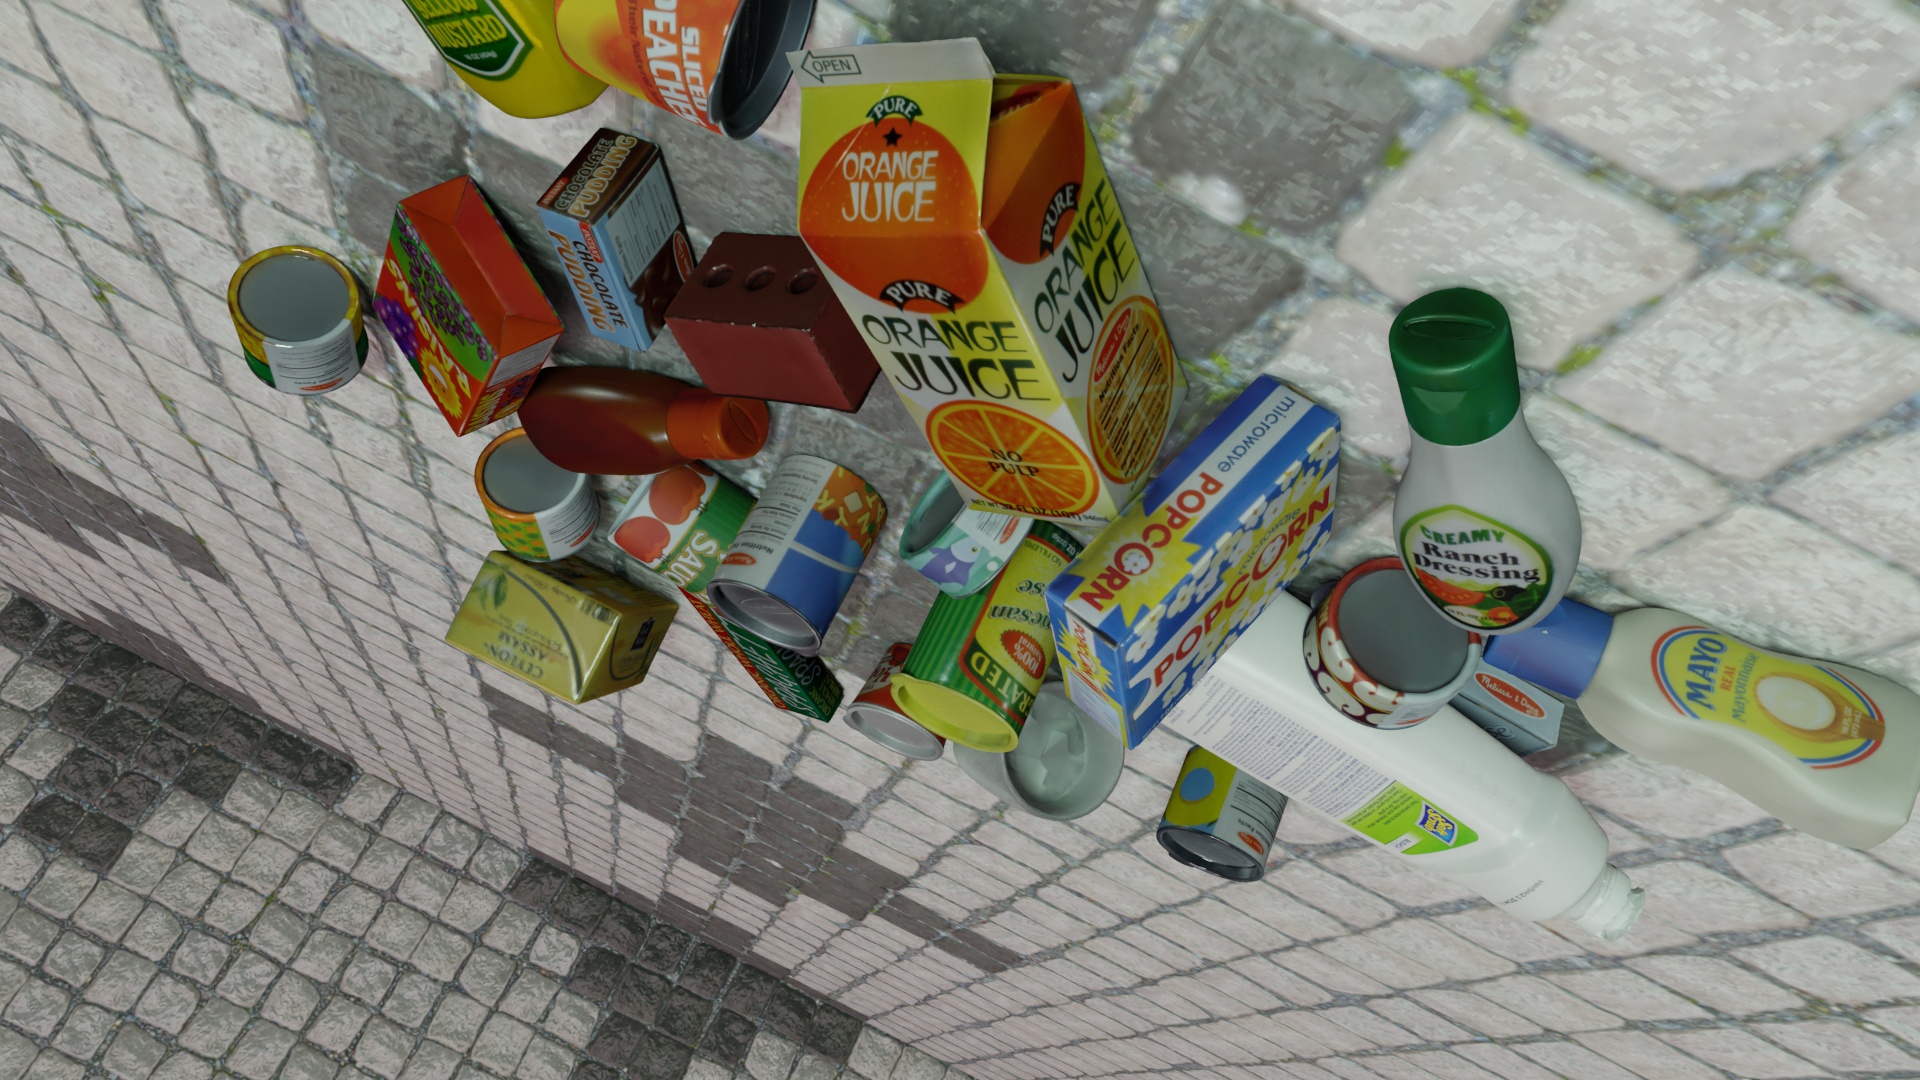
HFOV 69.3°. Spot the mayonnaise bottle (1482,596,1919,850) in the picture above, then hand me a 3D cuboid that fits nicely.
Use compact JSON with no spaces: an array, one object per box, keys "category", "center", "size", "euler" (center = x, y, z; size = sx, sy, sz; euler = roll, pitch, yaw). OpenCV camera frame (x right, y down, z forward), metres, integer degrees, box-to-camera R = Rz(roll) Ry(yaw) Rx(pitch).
[{"category":"mayonnaise bottle","center":[0.277,0.059,0.526],"size":[0.148,0.065,0.041],"euler":[23,151,16]}]

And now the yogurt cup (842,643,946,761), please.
[{"category":"yogurt cup","center":[-0.032,0.103,0.897],"size":[0.072,0.054,0.072],"euler":[21,153,11]}]

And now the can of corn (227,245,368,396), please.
[{"category":"can of corn","center":[-0.371,-0.125,0.778],"size":[0.071,0.071,0.058],"euler":[29,153,-5]}]

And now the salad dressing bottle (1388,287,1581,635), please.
[{"category":"salad dressing bottle","center":[0.178,-0.024,0.482],"size":[0.064,0.044,0.147],"euler":[9,149,34]}]

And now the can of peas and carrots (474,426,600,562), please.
[{"category":"can of peas and carrots","center":[-0.260,-0.030,0.848],"size":[0.071,0.071,0.058],"euler":[23,153,6]}]

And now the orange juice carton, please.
[{"category":"orange juice carton","center":[0.011,-0.091,0.479],"size":[0.072,0.073,0.192],"euler":[8,148,33]}]

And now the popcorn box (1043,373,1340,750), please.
[{"category":"popcorn box","center":[0.090,0.008,0.526],"size":[0.038,0.127,0.085],"euler":[37,160,28]}]

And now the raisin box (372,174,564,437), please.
[{"category":"raisin box","center":[-0.244,-0.111,0.682],"size":[0.086,0.040,0.123],"euler":[57,149,-3]}]

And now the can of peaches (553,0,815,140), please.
[{"category":"can of peaches","center":[-0.086,-0.166,0.433],"size":[0.058,0.071,0.071],"euler":[26,154,5]}]

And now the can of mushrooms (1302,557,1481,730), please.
[{"category":"can of mushrooms","center":[0.178,0.041,0.578],"size":[0.071,0.071,0.033],"euler":[24,154,6]}]

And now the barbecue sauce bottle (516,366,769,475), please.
[{"category":"barbecue sauce bottle","center":[-0.166,-0.062,0.729],"size":[0.148,0.044,0.064],"euler":[4,141,37]}]

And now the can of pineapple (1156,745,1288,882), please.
[{"category":"can of pineapple","center":[0.156,0.162,0.829],"size":[0.071,0.058,0.070],"euler":[21,153,11]}]

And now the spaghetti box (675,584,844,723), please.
[{"category":"spaghetti box","center":[-0.145,0.050,0.932],"size":[0.050,0.029,0.249],"euler":[13,151,28]}]

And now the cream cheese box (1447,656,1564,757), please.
[{"category":"cream cheese box","center":[0.231,0.088,0.662],"size":[0.053,0.024,0.103],"euler":[30,154,-3]}]

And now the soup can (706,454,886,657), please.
[{"category":"soup can","center":[-0.084,0.008,0.736],"size":[0.071,0.084,0.071],"euler":[21,154,11]}]

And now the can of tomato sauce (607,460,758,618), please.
[{"category":"can of tomato sauce","center":[-0.148,-0.004,0.789],"size":[0.083,0.071,0.071],"euler":[35,153,-16]}]

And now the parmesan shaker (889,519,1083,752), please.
[{"category":"parmesan shaker","center":[0.015,0.042,0.685],"size":[0.071,0.103,0.071],"euler":[21,153,11]}]

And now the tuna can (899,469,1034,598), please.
[{"category":"tuna can","center":[0.002,-0.008,0.647],"size":[0.033,0.071,0.071],"euler":[37,152,-18]}]

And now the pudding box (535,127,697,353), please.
[{"category":"pudding box","center":[-0.142,-0.124,0.585],"size":[0.030,0.050,0.083],"euler":[21,153,15]}]

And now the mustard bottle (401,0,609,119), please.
[{"category":"mustard bottle","center":[-0.175,-0.213,0.453],"size":[0.065,0.049,0.159],"euler":[4,147,35]}]
